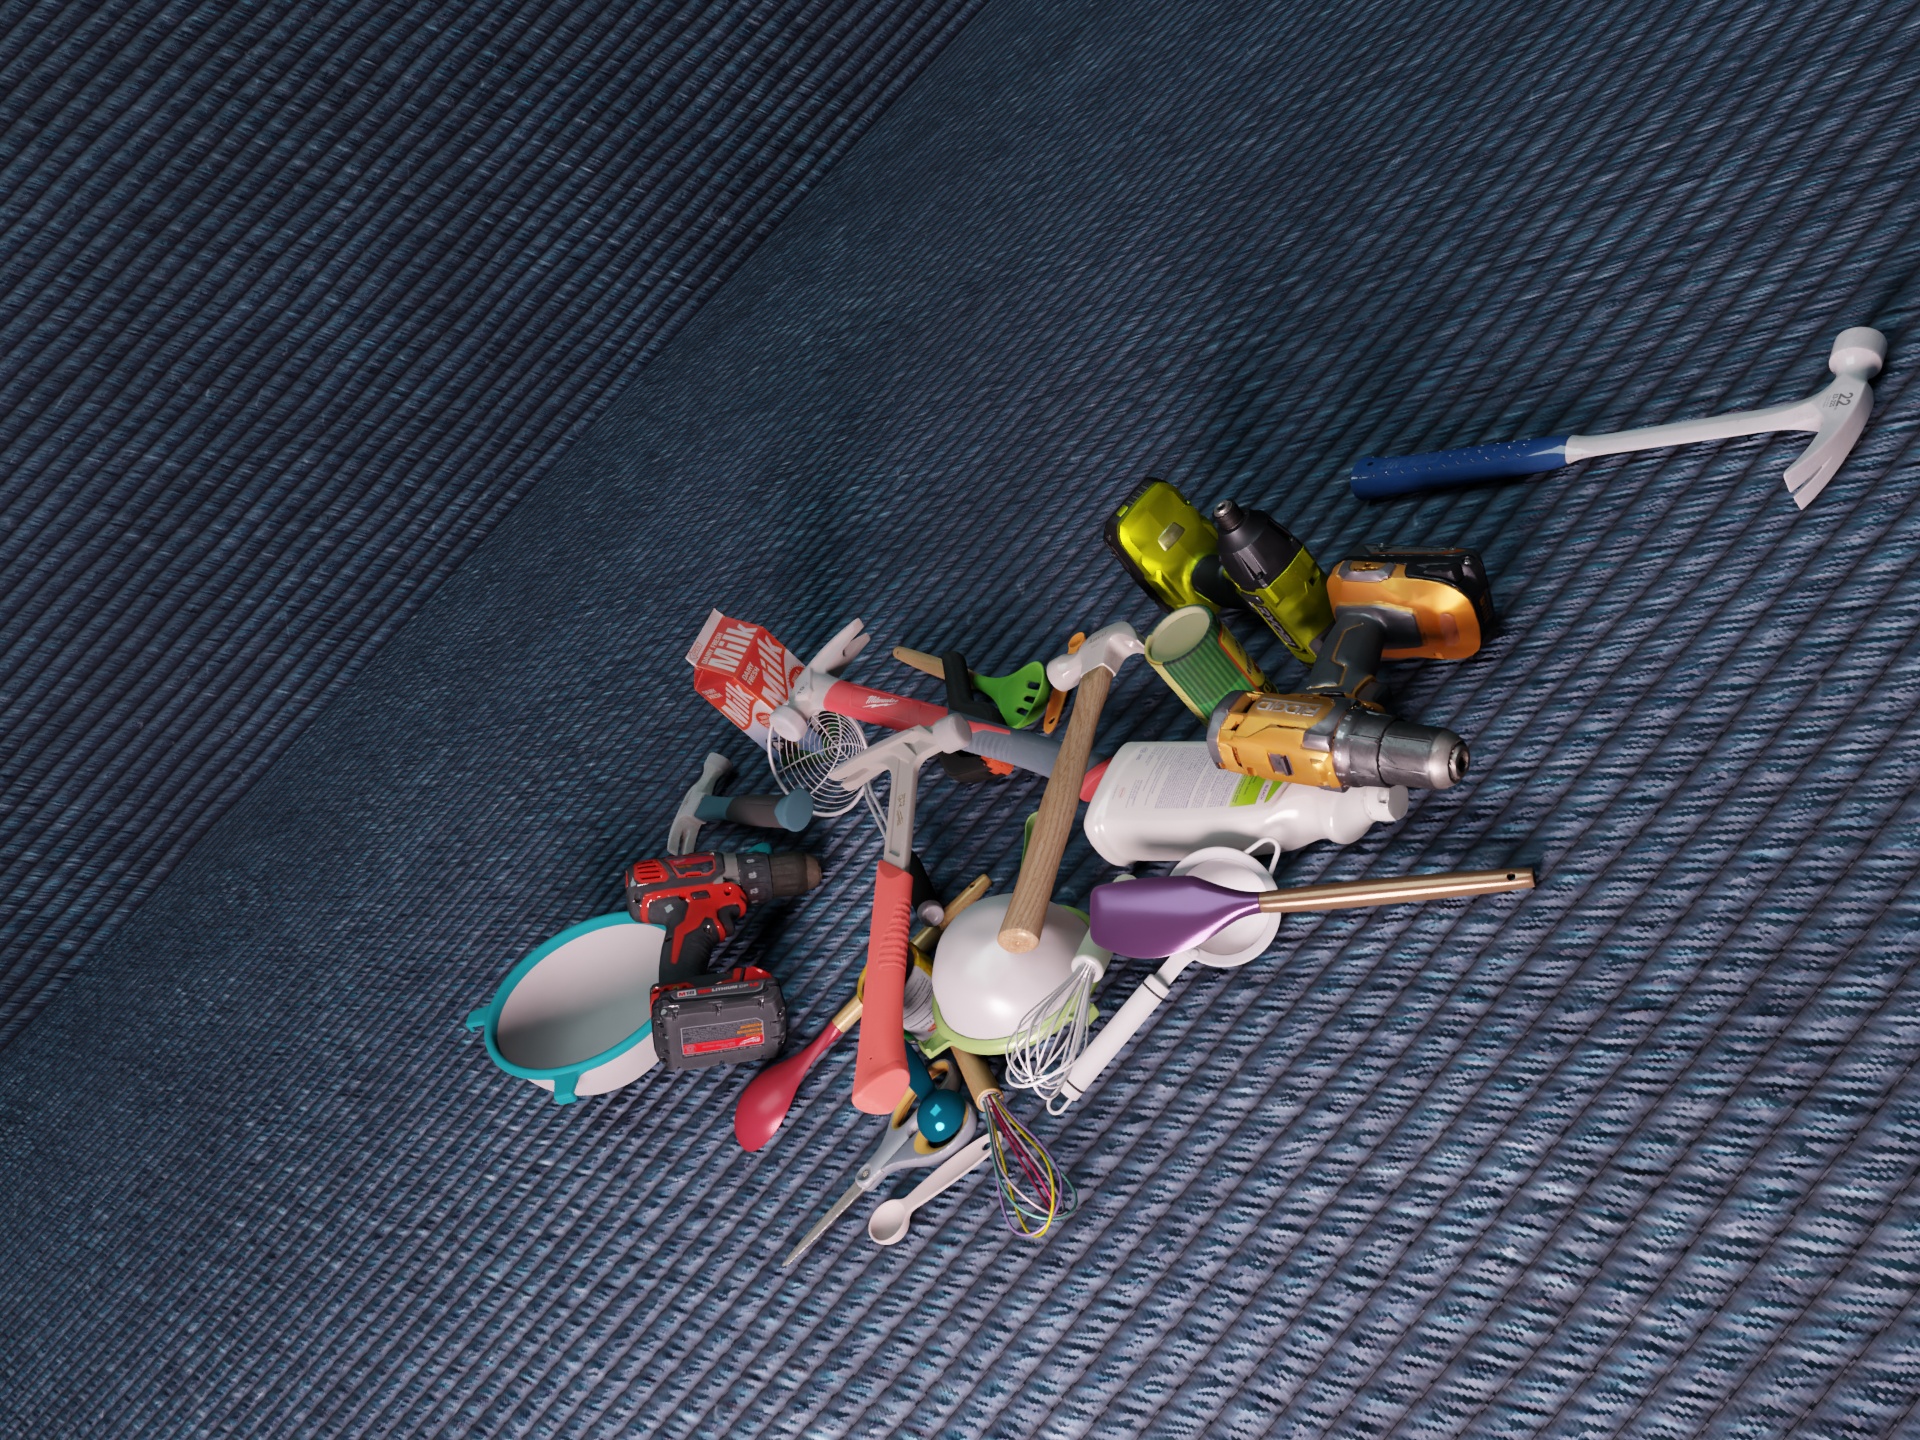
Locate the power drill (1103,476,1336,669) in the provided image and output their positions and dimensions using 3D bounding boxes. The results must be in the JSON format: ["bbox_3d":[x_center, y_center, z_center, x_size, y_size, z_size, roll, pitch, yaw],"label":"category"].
[{"bbox_3d":[0.220,-0.132,1.325,0.080,0.171,0.223,-48,28,-5],"label":"power drill"}]

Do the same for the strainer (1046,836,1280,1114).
[{"bbox_3d":[0.147,0.187,1.159,0.087,0.050,0.258,41,92,18],"label":"strainer"}]

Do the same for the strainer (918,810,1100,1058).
[{"bbox_3d":[0.041,0.149,1.283,0.151,0.069,0.257,-16,35,23],"label":"strainer"}]

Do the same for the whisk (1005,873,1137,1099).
[{"bbox_3d":[0.091,0.187,1.165,0.059,0.057,0.246,-22,18,33],"label":"whisk"}]

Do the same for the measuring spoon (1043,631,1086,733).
[{"bbox_3d":[0.100,-0.035,1.504,0.021,0.011,0.117,-17,44,46],"label":"measuring spoon"}]

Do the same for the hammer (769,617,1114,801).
[{"bbox_3d":[-0.002,-0.005,1.469,0.386,0.038,0.143,16,57,39],"label":"hammer"}]

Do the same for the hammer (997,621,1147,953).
[{"bbox_3d":[0.088,0.044,1.279,0.130,0.031,0.332,-31,29,44],"label":"hammer"}]

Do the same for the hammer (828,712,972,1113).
[{"bbox_3d":[-0.064,0.156,1.316,0.149,0.036,0.359,-26,41,30],"label":"hammer"}]

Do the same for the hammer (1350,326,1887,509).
[{"bbox_3d":[0.481,-0.208,1.232,0.406,0.035,0.144,-1,52,49],"label":"hammer"}]

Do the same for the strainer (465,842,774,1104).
[{"bbox_3d":[-0.302,0.254,1.575,0.340,0.095,0.211,-40,38,-28],"label":"strainer"}]

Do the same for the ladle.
[{"bbox_3d":[-0.087,0.248,1.378,0.315,0.031,0.069,-45,31,-3],"label":"ladle"}]

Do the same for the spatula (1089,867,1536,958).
[{"bbox_3d":[0.233,0.126,1.098,0.316,0.018,0.060,-10,68,28],"label":"spatula"}]

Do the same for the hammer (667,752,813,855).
[{"bbox_3d":[-0.229,0.091,1.656,0.331,0.033,0.128,-5,55,62],"label":"hammer"}]

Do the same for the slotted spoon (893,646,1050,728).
[{"bbox_3d":[0.007,-0.045,1.606,0.314,0.031,0.070,22,88,59],"label":"slotted spoon"}]

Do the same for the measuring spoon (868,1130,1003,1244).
[{"bbox_3d":[-0.015,0.350,1.189,0.124,0.018,0.034,-38,31,-1],"label":"measuring spoon"}]

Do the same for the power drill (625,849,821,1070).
[{"bbox_3d":[-0.211,0.205,1.479,0.188,0.080,0.227,-6,39,-12],"label":"power drill"}]

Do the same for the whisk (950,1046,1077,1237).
[{"bbox_3d":[0.031,0.290,1.174,0.051,0.047,0.245,-15,25,-10],"label":"whisk"}]

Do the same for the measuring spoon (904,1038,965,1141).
[{"bbox_3d":[-0.036,0.280,1.247,0.042,0.021,0.129,-44,34,-1],"label":"measuring spoon"}]

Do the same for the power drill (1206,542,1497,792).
[{"bbox_3d":[0.307,-0.033,1.139,0.185,0.084,0.226,9,45,43],"label":"power drill"}]

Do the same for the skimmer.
[{"bbox_3d":[-0.105,0.090,1.505,0.364,0.090,0.127,-125,45,-59],"label":"skimmer"}]
